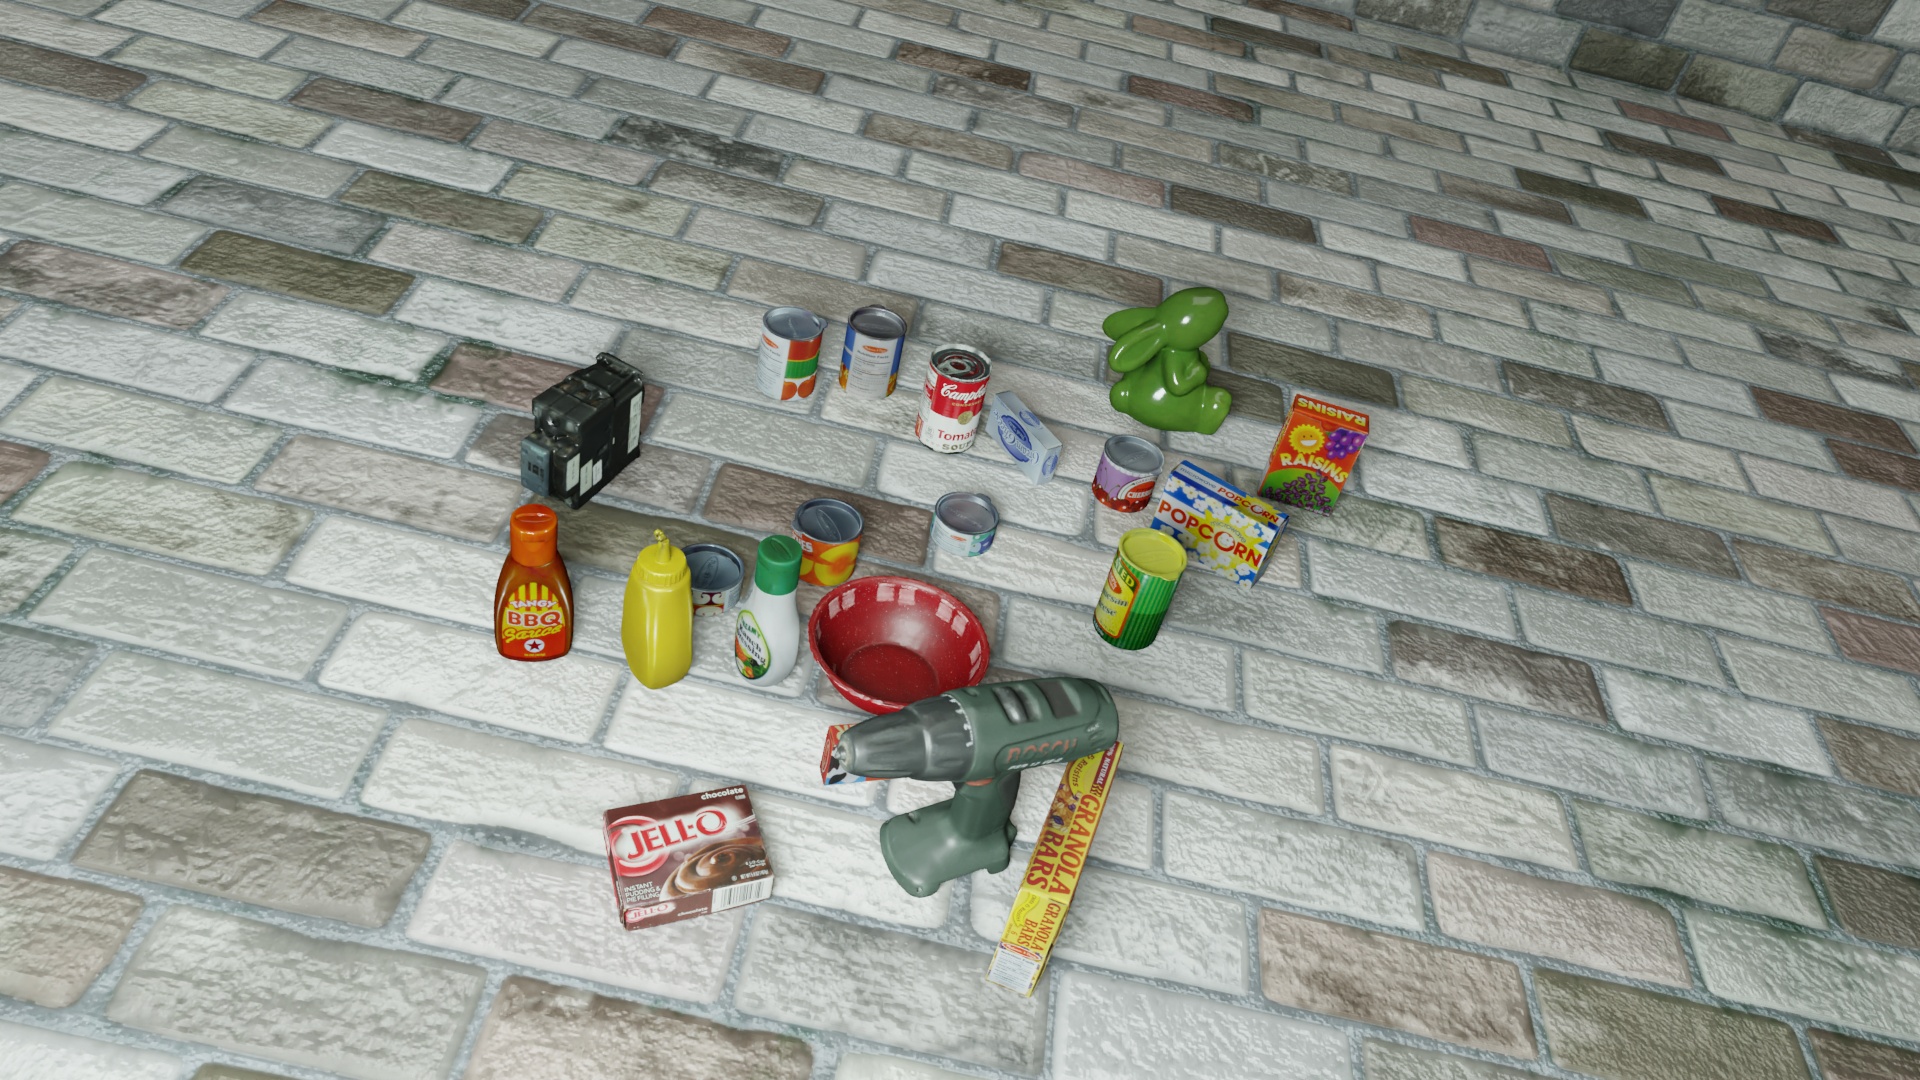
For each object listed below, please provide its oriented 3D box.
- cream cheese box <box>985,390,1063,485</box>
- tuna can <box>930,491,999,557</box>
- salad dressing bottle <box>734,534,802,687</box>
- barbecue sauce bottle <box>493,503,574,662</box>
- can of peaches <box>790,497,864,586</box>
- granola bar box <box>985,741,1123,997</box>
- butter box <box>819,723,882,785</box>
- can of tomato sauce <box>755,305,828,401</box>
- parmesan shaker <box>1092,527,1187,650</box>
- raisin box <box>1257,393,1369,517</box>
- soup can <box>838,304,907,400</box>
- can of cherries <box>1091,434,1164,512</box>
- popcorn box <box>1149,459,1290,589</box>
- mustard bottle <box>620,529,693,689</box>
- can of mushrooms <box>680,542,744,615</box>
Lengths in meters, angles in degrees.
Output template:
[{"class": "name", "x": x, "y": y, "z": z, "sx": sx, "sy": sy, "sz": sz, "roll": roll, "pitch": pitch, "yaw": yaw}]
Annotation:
[{"class": "cream cheese box", "x": 0.069, "y": -0.112, "z": 1.517, "sx": 0.024, "sy": 0.053, "sz": 0.104, "roll": -16, "pitch": 49, "yaw": -31}, {"class": "tuna can", "x": 0.005, "y": -0.018, "z": 1.405, "sx": 0.071, "sy": 0.032, "sz": 0.071, "roll": 9, "pitch": 40, "yaw": -7}, {"class": "salad dressing bottle", "x": -0.161, "y": 0.060, "z": 1.178, "sx": 0.044, "sy": 0.146, "sz": 0.064, "roll": -21, "pitch": 52, "yaw": -35}, {"class": "barbecue sauce bottle", "x": -0.352, "y": 0.036, "z": 1.147, "sx": 0.065, "sy": 0.147, "sz": 0.044, "roll": 0, "pitch": 42, "yaw": -16}, {"class": "can of peaches", "x": -0.131, "y": 0.002, "z": 1.322, "sx": 0.071, "sy": 0.057, "sz": 0.071, "roll": 9, "pitch": 40, "yaw": -7}, {"class": "granola bar box", "x": 0.074, "y": 0.243, "z": 1.057, "sx": 0.039, "sy": 0.123, "sz": 0.166, "roll": 21, "pitch": 40, "yaw": 7}, {"class": "butter box", "x": -0.062, "y": 0.174, "z": 1.150, "sx": 0.104, "sy": 0.052, "sz": 0.024, "roll": -2, "pitch": 43, "yaw": -19}, {"class": "can of tomato sauce", "x": -0.186, "y": -0.205, "z": 1.524, "sx": 0.071, "sy": 0.082, "sz": 0.071, "roll": 9, "pitch": 40, "yaw": -7}, {"class": "parmesan shaker", "x": 0.171, "y": 0.050, "z": 1.324, "sx": 0.071, "sy": 0.102, "sz": 0.072, "roll": 9, "pitch": 40, "yaw": -7}, {"class": "raisin box", "x": 0.390, "y": -0.093, "z": 1.539, "sx": 0.086, "sy": 0.122, "sz": 0.040, "roll": 18, "pitch": 40, "yaw": 4}, {"class": "soup can", "x": -0.099, "y": -0.211, "z": 1.557, "sx": 0.071, "sy": 0.083, "sz": 0.072, "roll": 9, "pitch": 40, "yaw": -7}, {"class": "can of cherries", "x": 0.181, "y": -0.070, "z": 1.500, "sx": 0.071, "sy": 0.058, "sz": 0.072, "roll": 9, "pitch": 40, "yaw": -7}, {"class": "popcorn box", "x": 0.266, "y": -0.017, "z": 1.443, "sx": 0.127, "sy": 0.084, "sz": 0.038, "roll": 31, "pitch": 43, "yaw": 18}, {"class": "mustard bottle", "x": -0.249, "y": 0.052, "z": 1.151, "sx": 0.049, "sy": 0.159, "sz": 0.065, "roll": -19, "pitch": 50, "yaw": -33}, {"class": "can of mushrooms", "x": -0.235, "y": 0.035, "z": 1.272, "sx": 0.071, "sy": 0.033, "sz": 0.071, "roll": 9, "pitch": 40, "yaw": -7}]
